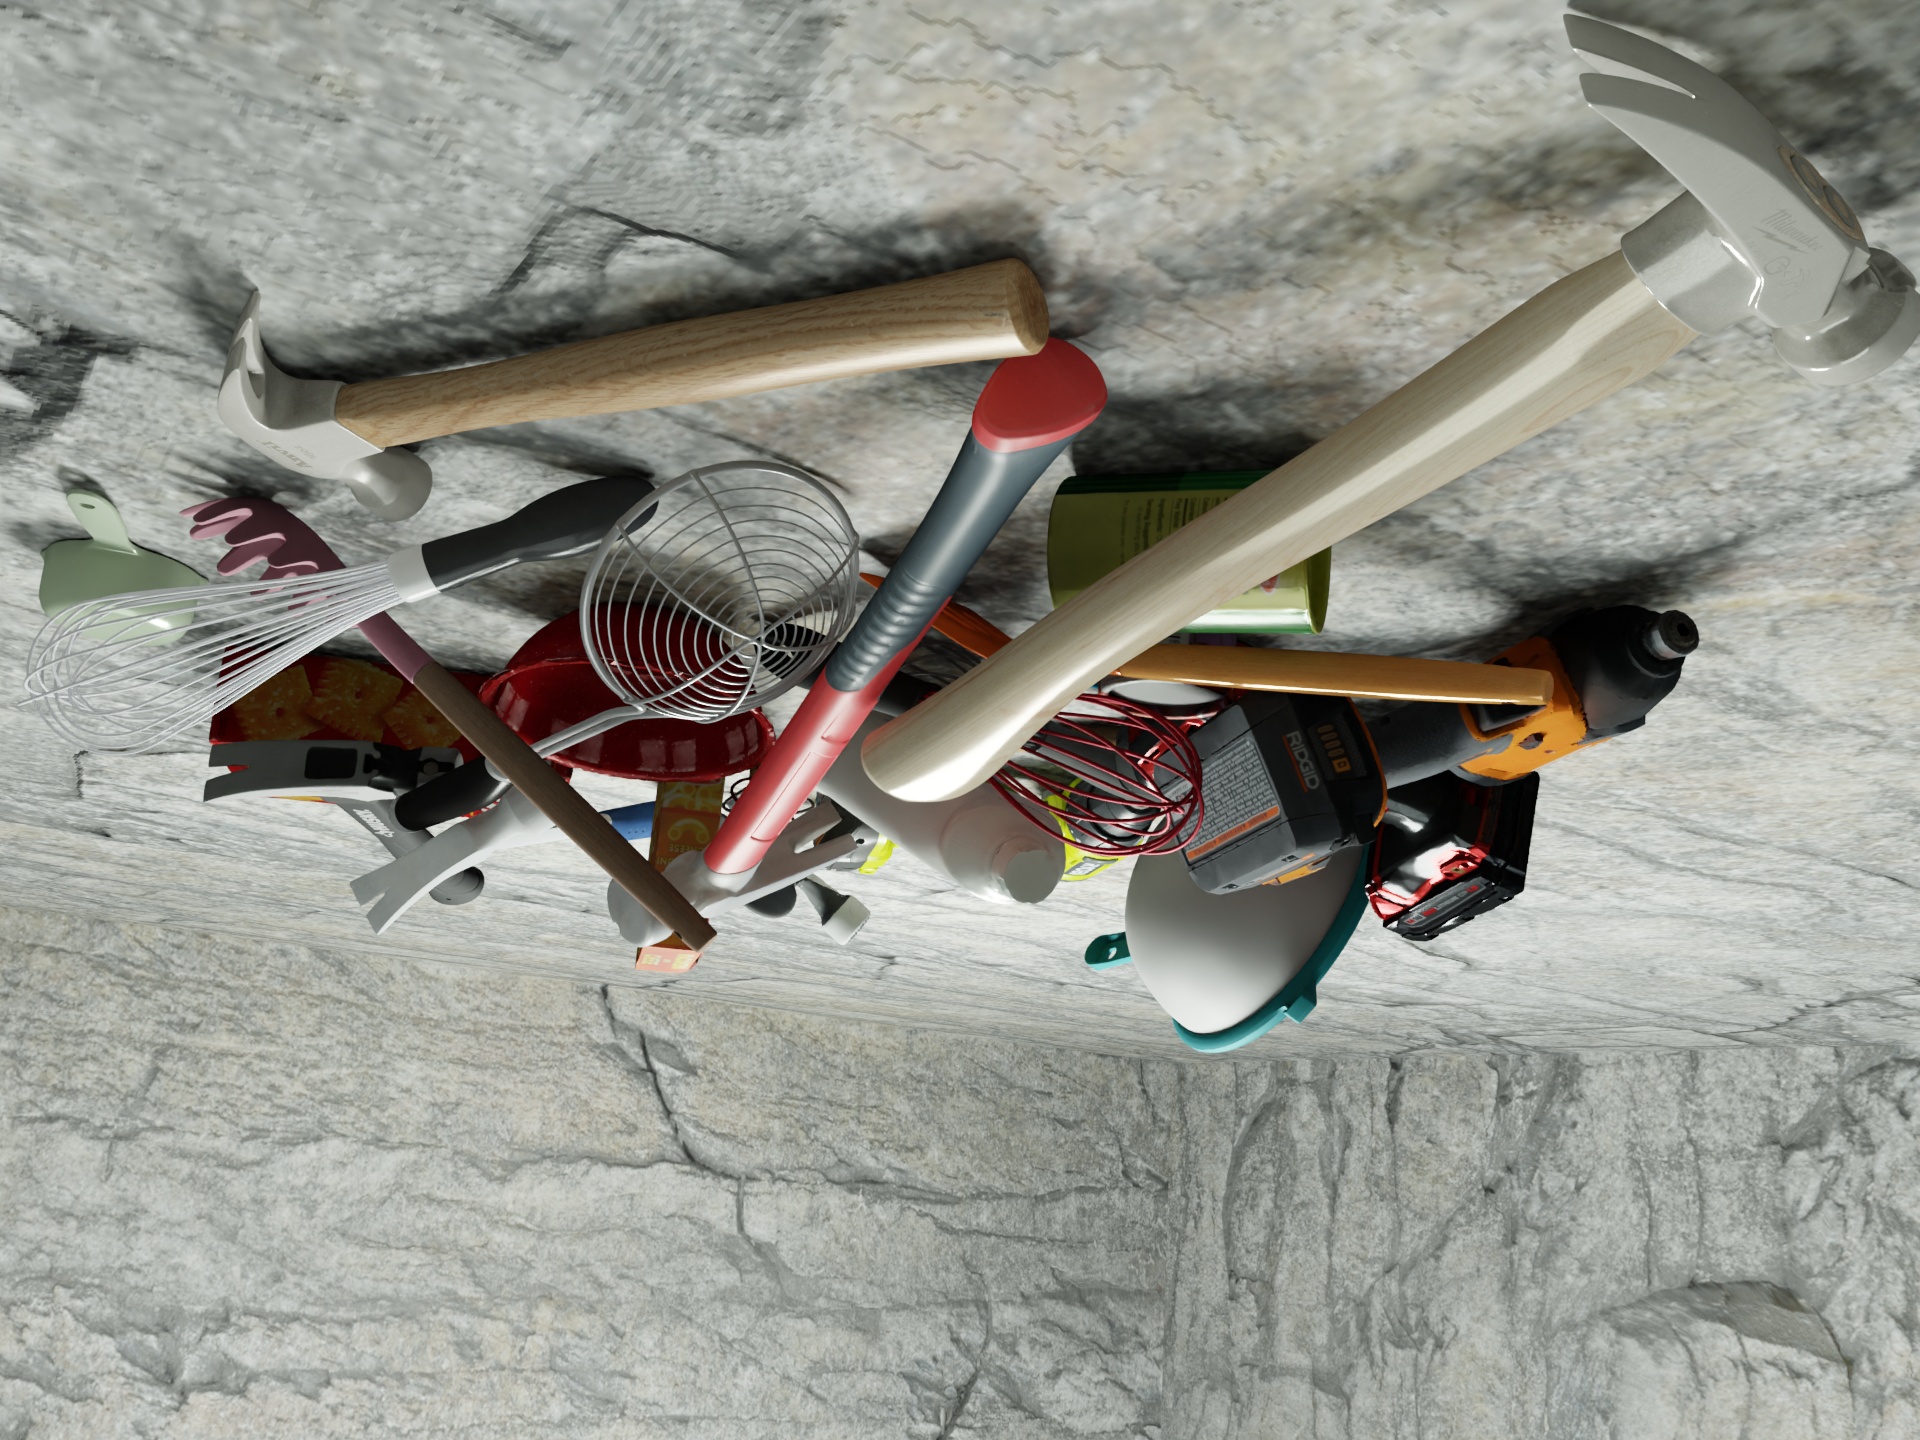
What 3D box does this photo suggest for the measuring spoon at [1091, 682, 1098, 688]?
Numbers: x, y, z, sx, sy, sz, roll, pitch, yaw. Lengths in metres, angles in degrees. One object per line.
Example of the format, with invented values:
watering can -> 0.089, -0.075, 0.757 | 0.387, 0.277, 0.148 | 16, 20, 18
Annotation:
measuring spoon -> 0.055, -0.030, 0.891 | 0.042, 0.021, 0.128 | 23, 168, -18

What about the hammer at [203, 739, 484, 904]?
hammer -> -0.376, 0.075, 1.054 | 0.146, 0.035, 0.334 | 2, 162, -5

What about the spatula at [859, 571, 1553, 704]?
spatula -> 0.094, -0.034, 0.690 | 0.323, 0.041, 0.081 | 6, 175, 38

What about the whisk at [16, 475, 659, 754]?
whisk -> -0.267, -0.054, 0.690 | 0.284, 0.070, 0.070 | -19, 163, -2

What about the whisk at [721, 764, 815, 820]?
whisk -> -0.124, 0.045, 1.015 | 0.047, 0.051, 0.245 | 45, 178, -9

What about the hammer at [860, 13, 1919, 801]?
hammer -> 0.088, -0.063, 0.547 | 0.146, 0.038, 0.410 | 22, 144, -32

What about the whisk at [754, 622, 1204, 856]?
whisk -> -0.001, -0.002, 0.782 | 0.296, 0.073, 0.073 | 21, 177, 39

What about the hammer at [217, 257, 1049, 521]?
hammer -> -0.129, -0.125, 0.572 | 0.331, 0.031, 0.130 | -3, 163, 24

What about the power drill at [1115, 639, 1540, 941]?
power drill -> 0.194, 0.038, 0.888 | 0.219, 0.079, 0.143 | 24, 151, -7

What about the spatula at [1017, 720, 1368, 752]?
spatula -> 0.138, 0.020, 0.983 | 0.317, 0.044, 0.082 | 0, 150, 20

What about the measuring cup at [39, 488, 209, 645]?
measuring cup -> -0.435, -0.075, 0.809 | 0.083, 0.038, 0.167 | 10, 165, -18

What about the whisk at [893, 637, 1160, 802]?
whisk -> 0.042, 0.008, 0.921 | 0.238, 0.055, 0.055 | 24, 155, -38

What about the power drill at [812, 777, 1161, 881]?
power drill -> 0.019, 0.064, 1.111 | 0.228, 0.080, 0.190 | 5, 164, -11

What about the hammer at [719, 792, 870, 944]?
hammer -> -0.128, 0.104, 1.097 | 0.149, 0.036, 0.409 | 42, 175, 1

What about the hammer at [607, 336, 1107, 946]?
hammer -> -0.035, -0.020, 0.694 | 0.143, 0.038, 0.386 | -21, 159, -40

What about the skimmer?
skimmer -> -0.190, -0.020, 0.782 | 0.127, 0.090, 0.363 | 16, 155, -40

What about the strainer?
strainer -> 0.146, 0.119, 1.092 | 0.095, 0.211, 0.340 | 34, 153, -13

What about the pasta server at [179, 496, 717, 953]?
pasta server -> -0.236, 0.001, 0.739 | 0.316, 0.040, 0.060 | 42, 156, 5

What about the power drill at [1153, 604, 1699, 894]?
power drill -> 0.222, 0.004, 0.742 | 0.226, 0.084, 0.164 | -16, 168, -21

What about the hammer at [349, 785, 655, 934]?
hammer -> -0.257, 0.075, 1.075 | 0.144, 0.035, 0.405 | -30, 175, 7
